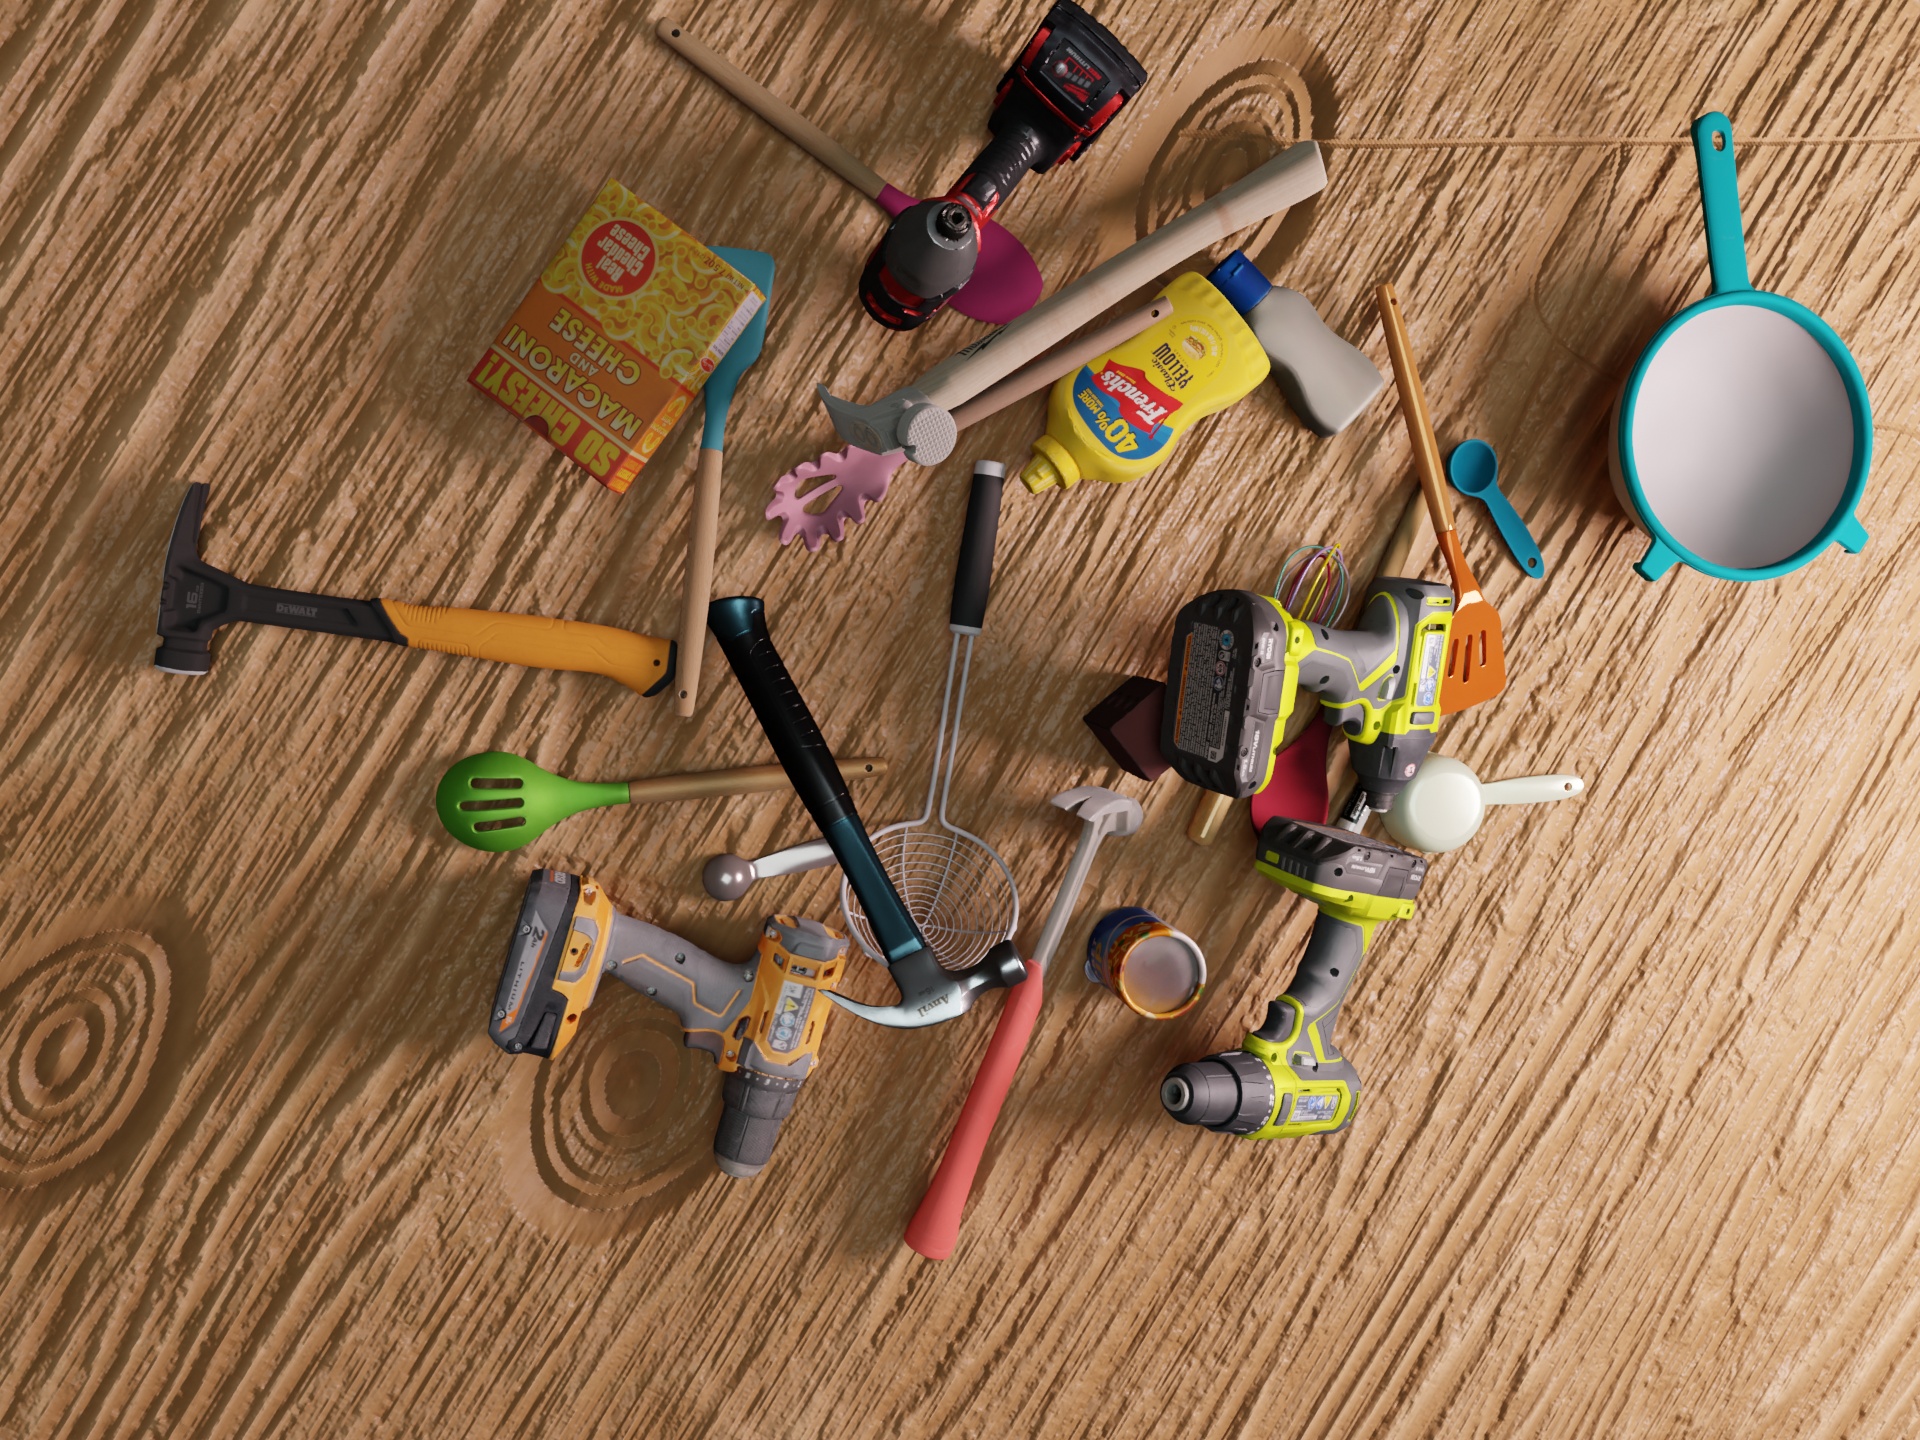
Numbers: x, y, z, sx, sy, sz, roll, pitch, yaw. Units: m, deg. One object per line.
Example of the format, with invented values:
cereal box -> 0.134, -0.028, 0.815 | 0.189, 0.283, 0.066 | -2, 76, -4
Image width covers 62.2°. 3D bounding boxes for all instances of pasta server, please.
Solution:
pasta server -> 0.007, -0.212, 1.106 | 0.316, 0.040, 0.060 | -28, 113, 3

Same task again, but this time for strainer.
strainer -> 0.556, -0.272, 1.194 | 0.211, 0.095, 0.340 | -8, 93, -12

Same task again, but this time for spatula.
spatula -> 0.348, -0.163, 1.183 | 0.081, 0.041, 0.322 | -17, 95, -19
spatula -> -0.177, -0.161, 1.086 | 0.082, 0.044, 0.317 | 4, 86, 5

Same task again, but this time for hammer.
hammer -> -0.087, 0.057, 1.079 | 0.128, 0.033, 0.331 | -28, 78, 0
hammer -> 0.091, -0.302, 1.109 | 0.410, 0.146, 0.038 | -35, 124, -18
hammer -> 0.036, 0.216, 1.125 | 0.037, 0.149, 0.359 | 24, 96, 20
hammer -> -0.359, -0.071, 1.076 | 0.336, 0.034, 0.127 | 9, 93, -10

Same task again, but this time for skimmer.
skimmer -> -0.002, -0.004, 1.113 | 0.127, 0.090, 0.363 | 9, 92, -7

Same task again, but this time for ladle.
ladle -> 0.292, -0.045, 1.195 | 0.069, 0.031, 0.315 | 25, 87, -21

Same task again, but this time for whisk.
whisk -> 0.225, -0.021, 1.177 | 0.051, 0.047, 0.245 | 24, 92, -12

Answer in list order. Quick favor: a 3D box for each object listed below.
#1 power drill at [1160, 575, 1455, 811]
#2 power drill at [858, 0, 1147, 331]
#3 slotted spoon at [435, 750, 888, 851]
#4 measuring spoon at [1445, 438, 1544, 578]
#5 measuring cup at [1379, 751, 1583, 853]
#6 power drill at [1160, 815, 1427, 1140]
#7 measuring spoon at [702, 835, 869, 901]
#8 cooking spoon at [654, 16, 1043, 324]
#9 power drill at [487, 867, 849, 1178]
power drill -> 0.251, -0.014, 1.114 | 0.223, 0.080, 0.171 | -2, 104, -35
power drill -> 0.022, -0.363, 1.057 | 0.078, 0.143, 0.220 | 39, 76, -11
slotted spoon -> -0.206, 0.046, 1.114 | 0.313, 0.031, 0.070 | -5, 94, -11
measuring spoon -> 0.408, -0.159, 1.216 | 0.042, 0.021, 0.128 | -42, 108, -10
measuring cup -> 0.405, 0.059, 1.214 | 0.167, 0.038, 0.083 | -6, 95, -7
power drill -> 0.235, 0.190, 1.133 | 0.190, 0.080, 0.228 | 12, 97, -43
measuring spoon -> -0.123, 0.102, 1.135 | 0.124, 0.018, 0.034 | -14, 96, -10
cooking spoon -> -0.077, -0.386, 1.112 | 0.318, 0.017, 0.069 | 34, 87, -11
power drill -> -0.206, 0.209, 1.100 | 0.226, 0.084, 0.185 | 16, 92, -15
